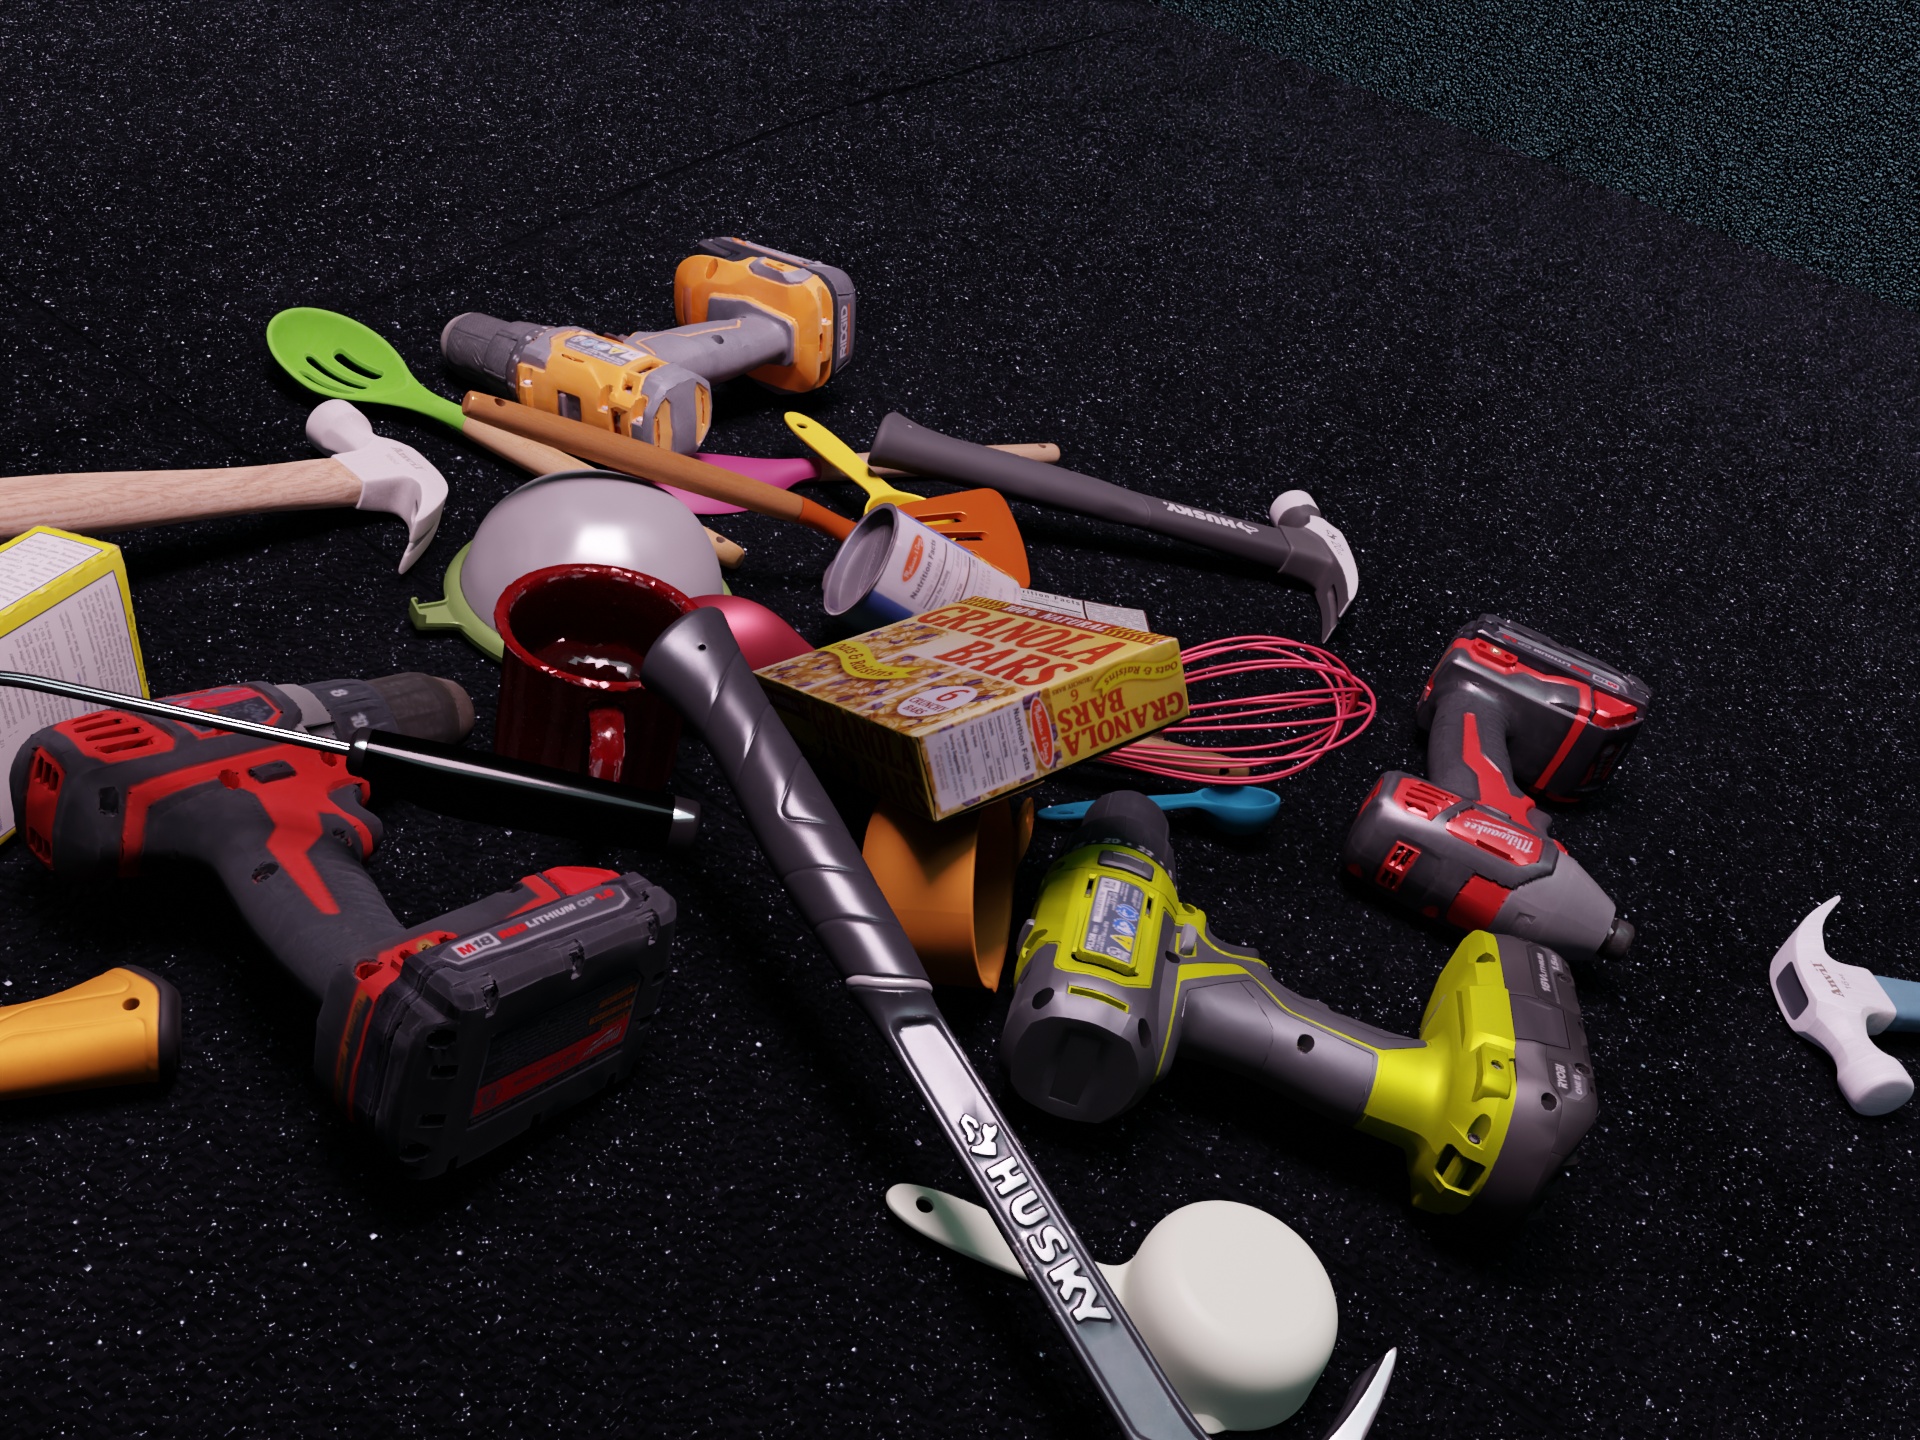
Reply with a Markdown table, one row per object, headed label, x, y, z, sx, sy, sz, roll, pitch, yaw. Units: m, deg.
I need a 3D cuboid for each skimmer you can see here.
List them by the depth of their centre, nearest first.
| label | x | y | z | sx | sy | sz | roll | pitch | yaw |
| --- | --- | --- | --- | --- | --- | --- | --- | --- | --- |
| skimmer | -0.259 | -0.031 | 0.536 | 0.363 | 0.090 | 0.127 | 15 | 8 | -17 |

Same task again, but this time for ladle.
| label | x | y | z | sx | sy | sz | roll | pitch | yaw |
| --- | --- | --- | --- | --- | --- | --- | --- | --- | --- |
| ladle | -0.001 | -0.003 | 0.792 | 0.315 | 0.069 | 0.031 | 11 | 13 | -14 |

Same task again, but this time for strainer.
| label | x | y | z | sx | sy | sz | roll | pitch | yaw |
| --- | --- | --- | --- | --- | --- | --- | --- | --- | --- |
| strainer | -0.135 | -0.066 | 0.808 | 0.256 | 0.069 | 0.152 | 20 | 35 | 5 |

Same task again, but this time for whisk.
| label | x | y | z | sx | sy | sz | roll | pitch | yaw |
| --- | --- | --- | --- | --- | --- | --- | --- | --- | --- |
| whisk | 0.052 | 0.004 | 0.759 | 0.296 | 0.073 | 0.073 | -7 | 38 | -2 |

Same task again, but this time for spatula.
| label | x | y | z | sx | sy | sz | roll | pitch | yaw |
| --- | --- | --- | --- | --- | --- | --- | --- | --- | --- |
| spatula | -0.104 | -0.126 | 0.848 | 0.322 | 0.041 | 0.081 | 14 | 47 | -35 |

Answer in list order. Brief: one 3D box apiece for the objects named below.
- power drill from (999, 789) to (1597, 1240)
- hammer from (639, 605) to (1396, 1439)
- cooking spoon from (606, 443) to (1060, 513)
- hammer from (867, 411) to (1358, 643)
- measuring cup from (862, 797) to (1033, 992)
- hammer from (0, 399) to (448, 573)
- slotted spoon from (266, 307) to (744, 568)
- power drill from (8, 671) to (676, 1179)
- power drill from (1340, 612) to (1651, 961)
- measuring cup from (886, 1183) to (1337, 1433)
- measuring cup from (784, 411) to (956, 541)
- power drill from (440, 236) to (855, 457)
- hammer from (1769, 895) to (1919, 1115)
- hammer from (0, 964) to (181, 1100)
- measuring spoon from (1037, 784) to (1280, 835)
| label | x | y | z | sx | sy | sz | roll | pitch | yaw |
| --- | --- | --- | --- | --- | --- | --- | --- | --- | --- |
| power drill | 0.138 | 0.114 | 0.682 | 0.228 | 0.080 | 0.191 | 18 | 30 | 4 |
| hammer | -0.011 | 0.109 | 0.569 | 0.149 | 0.036 | 0.409 | -21 | 59 | -24 |
| cooking spoon | -0.069 | -0.162 | 1.010 | 0.318 | 0.017 | 0.069 | -9 | 43 | -32 |
| hammer | 0.101 | -0.133 | 1.006 | 0.334 | 0.035 | 0.146 | 12 | 35 | -18 |
| measuring cup | -0.002 | 0.059 | 0.707 | 0.052 | 0.095 | 0.173 | 1 | 11 | 11 |
| hammer | -0.382 | -0.100 | 0.735 | 0.130 | 0.031 | 0.331 | 36 | 29 | 22 |
| slotted spoon | -0.262 | -0.159 | 0.916 | 0.314 | 0.031 | 0.070 | 27 | 41 | 9 |
| power drill | -0.213 | 0.052 | 0.606 | 0.227 | 0.080 | 0.188 | 31 | 26 | 23 |
| power drill | 0.298 | 0.040 | 0.853 | 0.143 | 0.078 | 0.220 | 27 | 39 | 12 |
| measuring cup | 0.055 | 0.192 | 0.569 | 0.167 | 0.038 | 0.083 | 21 | 35 | 1 |
| measuring cup | -0.063 | -0.138 | 0.969 | 0.062 | 0.029 | 0.157 | -18 | 49 | -39 |
| power drill | -0.195 | -0.240 | 1.010 | 0.185 | 0.084 | 0.226 | 22 | 39 | 23 |
| hammer | 0.580 | 0.161 | 0.846 | 0.331 | 0.033 | 0.128 | 8 | 37 | -14 |
| hammer | -0.417 | 0.116 | 0.470 | 0.336 | 0.034 | 0.127 | -2 | 39 | -26 |
| measuring spoon | 0.100 | 0.050 | 0.803 | 0.128 | 0.021 | 0.042 | -4 | 14 | -14 |
